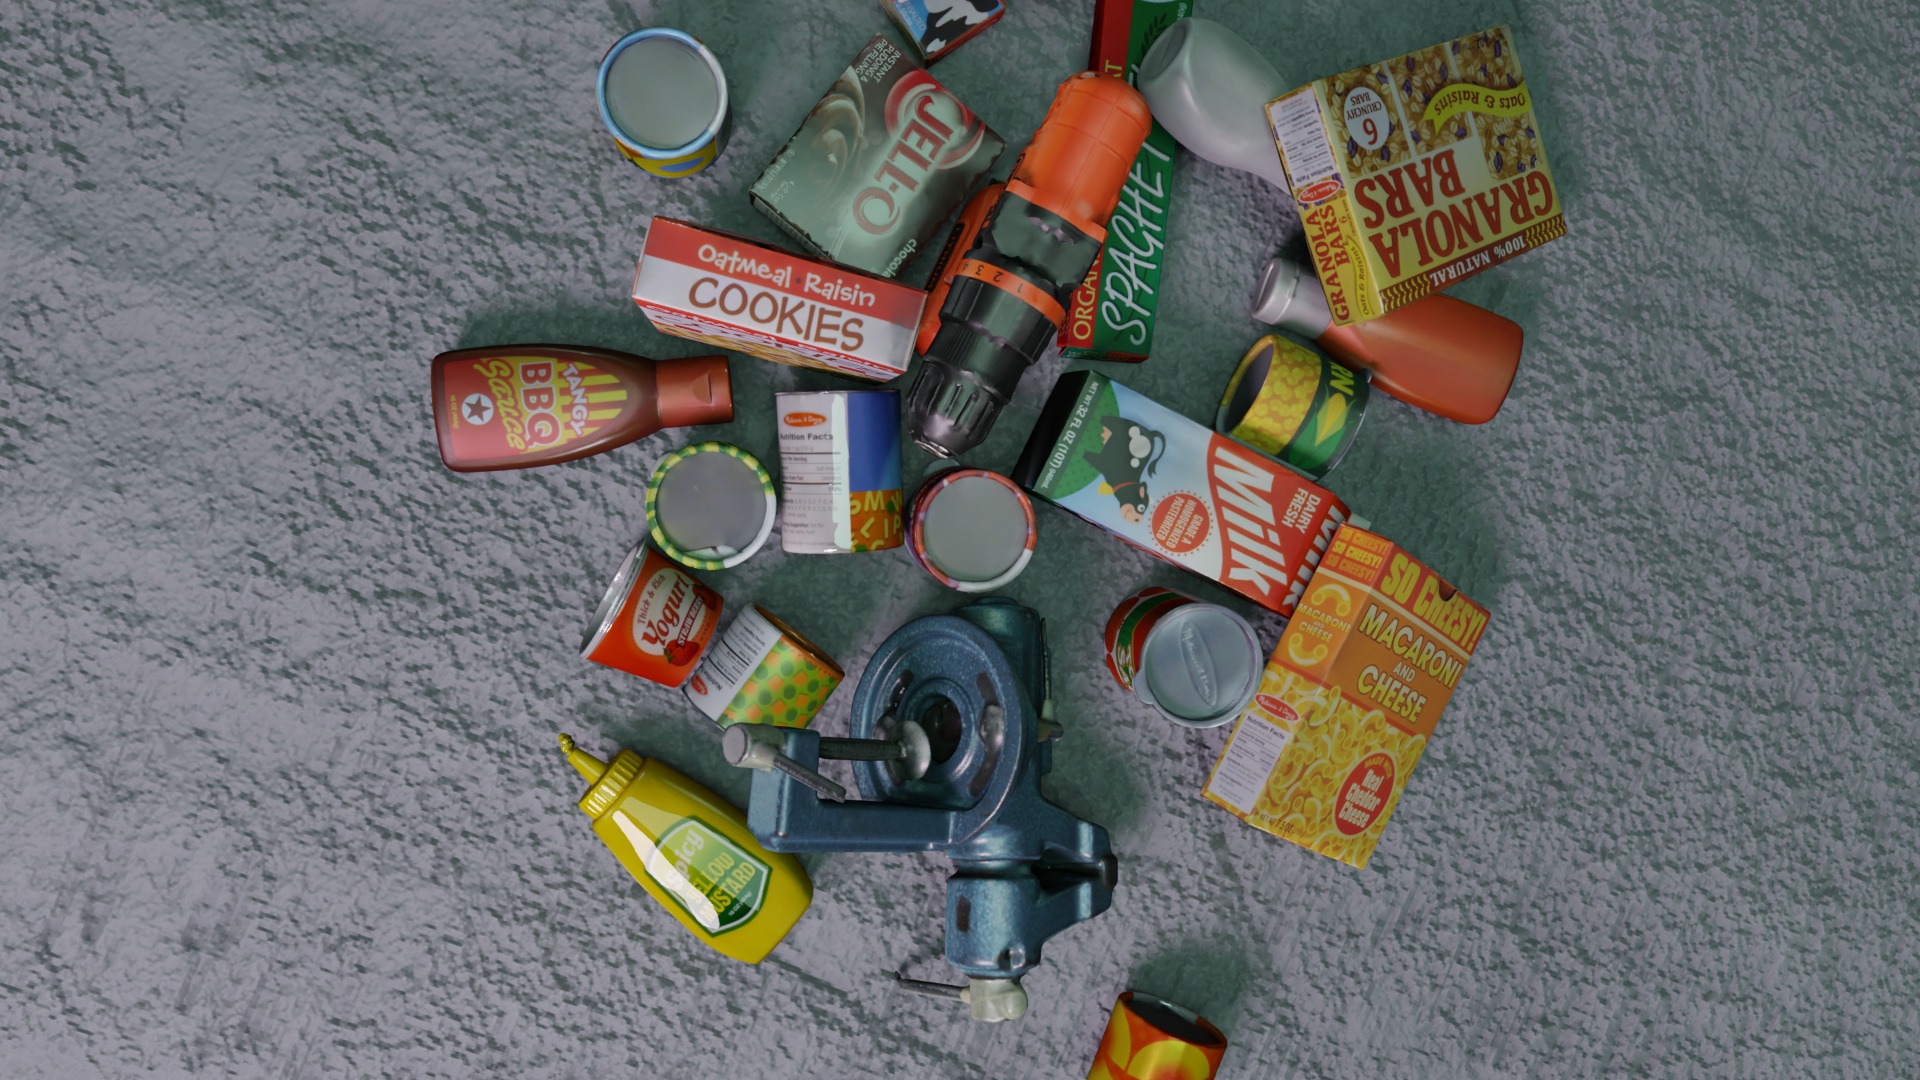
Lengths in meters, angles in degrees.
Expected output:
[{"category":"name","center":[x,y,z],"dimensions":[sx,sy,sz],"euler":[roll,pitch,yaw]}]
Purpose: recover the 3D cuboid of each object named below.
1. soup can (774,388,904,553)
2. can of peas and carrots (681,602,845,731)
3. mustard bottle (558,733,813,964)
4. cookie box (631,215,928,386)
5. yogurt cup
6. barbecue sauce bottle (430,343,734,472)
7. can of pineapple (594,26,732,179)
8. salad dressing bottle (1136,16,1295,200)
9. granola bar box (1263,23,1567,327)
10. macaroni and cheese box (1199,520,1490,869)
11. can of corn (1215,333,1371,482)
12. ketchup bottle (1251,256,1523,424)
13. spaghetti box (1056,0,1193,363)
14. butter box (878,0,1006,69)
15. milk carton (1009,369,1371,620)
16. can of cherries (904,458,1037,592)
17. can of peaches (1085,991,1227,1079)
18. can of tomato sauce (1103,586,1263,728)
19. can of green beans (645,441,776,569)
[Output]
[{"category":"soup can","center":[-0.062,-0.038,0.736],"dimensions":[0.071,0.071,0.083],"euler":[-2,95,-8]},{"category":"can of peas and carrots","center":[-0.102,0.076,0.737],"dimensions":[0.071,0.071,0.059],"euler":[37,88,-9]},{"category":"mustard bottle","center":[-0.154,0.157,0.742],"dimensions":[0.160,0.049,0.065],"euler":[40,86,-9]},{"category":"cookie box","center":[-0.088,-0.112,0.675],"dimensions":[0.123,0.167,0.040],"euler":[14,92,-9]},{"category":"yogurt cup","center":[-0.160,0.042,0.728],"dimensions":[0.054,0.072,0.072],"euler":[29,90,-17]},{"category":"barbecue sauce bottle","center":[-0.194,-0.073,0.725],"dimensions":[0.149,0.043,0.065],"euler":[-6,94,-8]},{"category":"can of pineapple","center":[-0.153,-0.224,0.714],"dimensions":[0.071,0.058,0.071],"euler":[-1,94,-8]},{"category":"salad dressing bottle","center":[0.163,-0.220,0.749],"dimensions":[0.147,0.044,0.064],"euler":[29,71,-26]},{"category":"granola bar box","center":[0.249,-0.199,0.750],"dimensions":[0.166,0.039,0.124],"euler":[-25,99,-30]},{"category":"macaroni and cheese box","center":[0.217,0.089,0.767],"dimensions":[0.123,0.040,0.166],"euler":[28,90,-41]},{"category":"can of corn","center":[0.183,-0.075,0.766],"dimensions":[0.058,0.071,0.071],"euler":[25,90,-8]},{"category":"ketchup bottle","center":[0.239,-0.118,0.783],"dimensions":[0.149,0.043,0.064],"euler":[19,89,-9]},{"category":"spaghetti box","center":[0.093,-0.223,0.764],"dimensions":[0.050,0.029,0.249],"euler":[6,92,-8]},{"category":"butter box","center":[-0.026,-0.312,0.743],"dimensions":[0.053,0.024,0.103],"euler":[-35,98,-5]},{"category":"milk carton","center":[0.130,-0.019,0.759],"dimensions":[0.190,0.073,0.072],"euler":[25,90,-9]},{"category":"can of cherries","center":[0.003,-0.009,0.749],"dimensions":[0.071,0.058,0.071],"euler":[-1,94,-8]},{"category":"can of peaches","center":[0.110,0.295,0.777],"dimensions":[0.071,0.071,0.058],"euler":[21,90,-9]},{"category":"can of tomato sauce","center":[0.117,0.063,0.757],"dimensions":[0.071,0.083,0.071],"euler":[-1,94,-8]},{"category":"can of green beans","center":[-0.130,-0.019,0.730],"dimensions":[0.071,0.058,0.071],"euler":[-1,94,-8]}]
